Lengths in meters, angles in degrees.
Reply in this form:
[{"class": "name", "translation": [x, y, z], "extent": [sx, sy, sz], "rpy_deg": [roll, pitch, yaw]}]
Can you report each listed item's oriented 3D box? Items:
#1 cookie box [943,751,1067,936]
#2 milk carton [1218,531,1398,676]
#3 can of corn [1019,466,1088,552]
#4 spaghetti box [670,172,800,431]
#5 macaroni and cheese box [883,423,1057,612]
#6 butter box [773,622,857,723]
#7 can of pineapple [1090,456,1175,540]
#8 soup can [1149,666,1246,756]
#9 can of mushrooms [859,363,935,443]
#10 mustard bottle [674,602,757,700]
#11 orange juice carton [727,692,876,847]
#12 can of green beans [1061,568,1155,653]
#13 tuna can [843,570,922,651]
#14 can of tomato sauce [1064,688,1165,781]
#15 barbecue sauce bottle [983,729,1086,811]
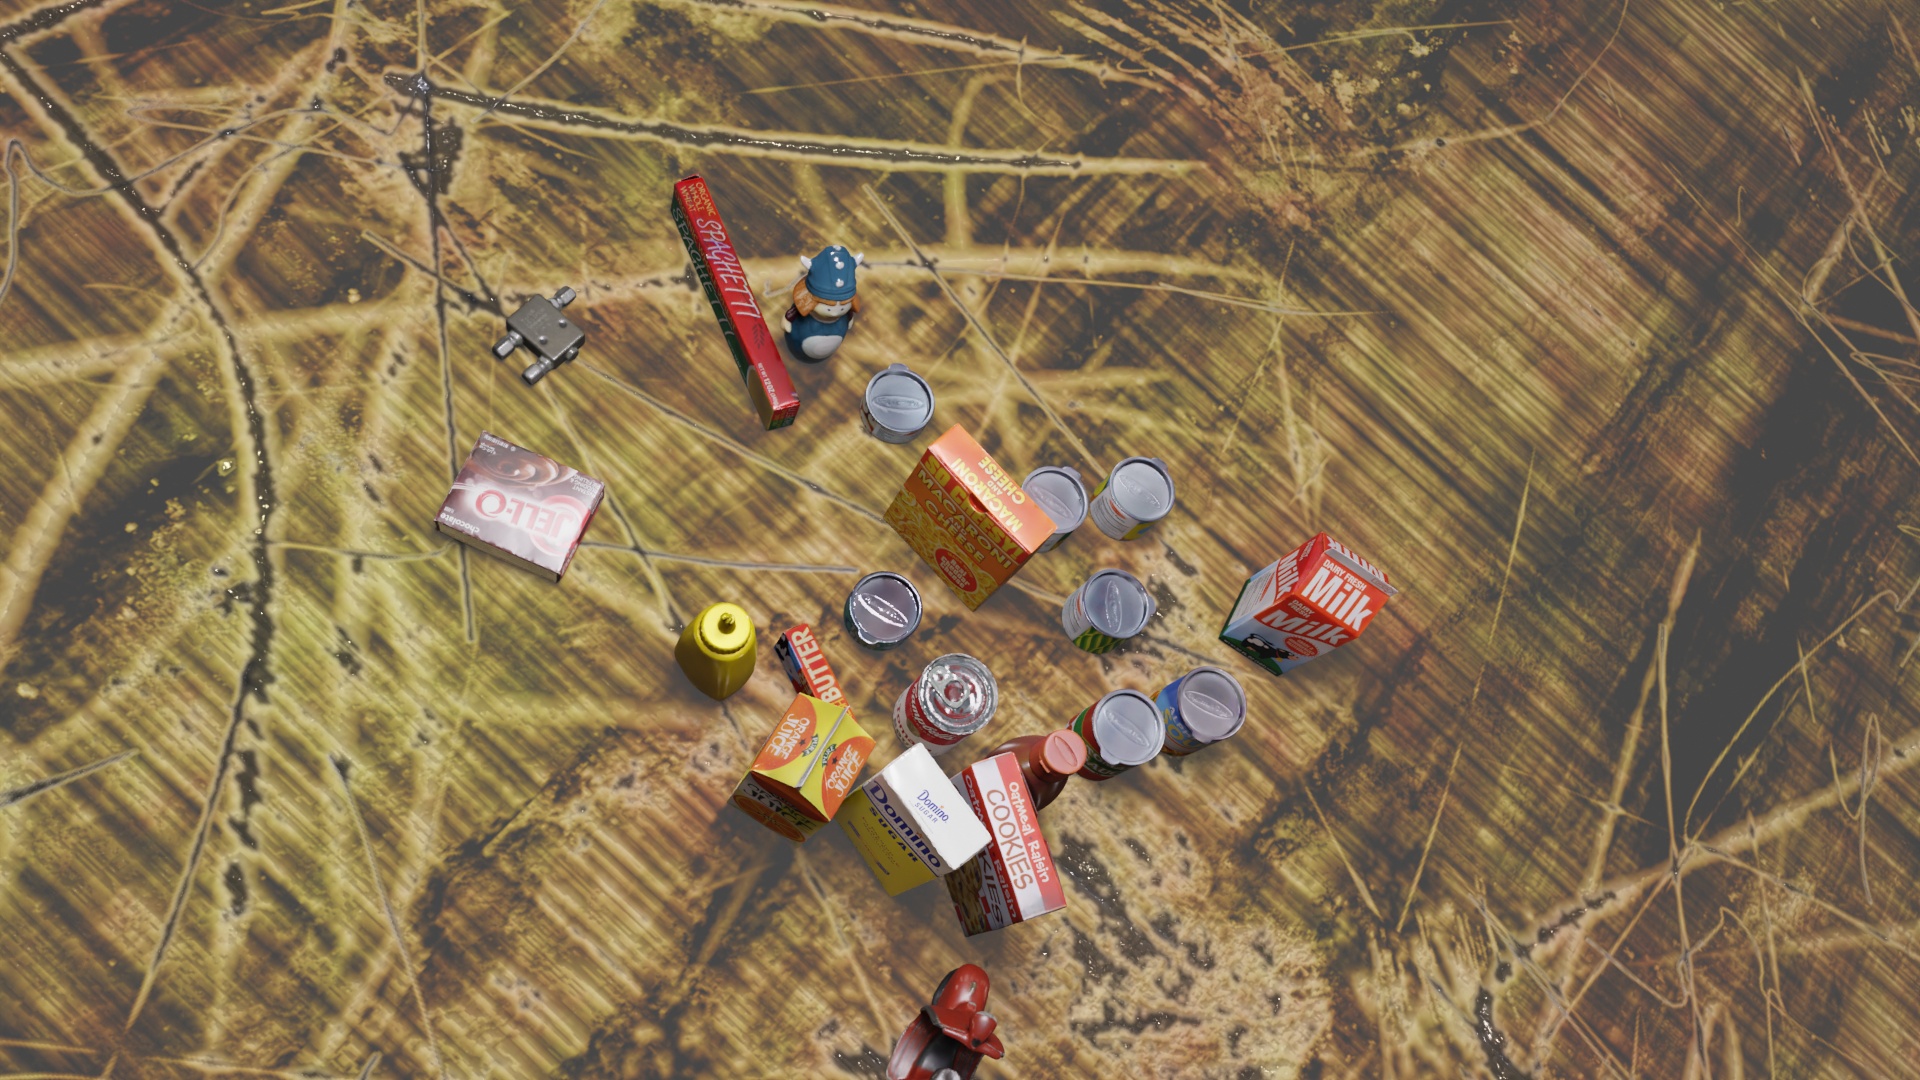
[{"class": "cookie box", "translation": [0.023, 0.247, 1.115], "extent": [0.040, 0.166, 0.123], "rpy_deg": [-14, 75, -21]}, {"class": "milk carton", "translation": [0.317, 0.055, 1.262], "extent": [0.072, 0.189, 0.074], "rpy_deg": [33, 65, -3]}, {"class": "can of corn", "translation": [0.080, -0.030, 1.296], "extent": [0.071, 0.058, 0.071], "rpy_deg": [6, 69, -15]}, {"class": "spaghetti box", "translation": [-0.210, -0.221, 1.286], "extent": [0.029, 0.050, 0.250], "rpy_deg": [-20, 77, -22]}, {"class": "macaroni and cheese box", "translation": [0.004, -0.015, 1.208], "extent": [0.124, 0.165, 0.040], "rpy_deg": [46, 65, 4]}, {"class": "butter box", "translation": [-0.123, 0.124, 1.180], "extent": [0.024, 0.053, 0.103], "rpy_deg": [-23, 78, -23]}, {"class": "can of pineapple", "translation": [0.165, -0.040, 1.325], "extent": [0.071, 0.057, 0.071], "rpy_deg": [6, 69, -15]}, {"class": "soup can", "translation": [0.208, 0.157, 1.250], "extent": [0.071, 0.083, 0.071], "rpy_deg": [6, 69, -15]}, {"class": "can of mushrooms", "translation": [-0.060, -0.128, 1.305], "extent": [0.071, 0.033, 0.071], "rpy_deg": [6, 69, -15]}, {"class": "mustard bottle", "translation": [-0.192, 0.083, 1.116], "extent": [0.065, 0.159, 0.049], "rpy_deg": [45, 65, 3]}, {"class": "orange juice carton", "translation": [-0.123, 0.178, 1.083], "extent": [0.073, 0.192, 0.072], "rpy_deg": [33, 65, -3]}, {"class": "can of green beans", "translation": [0.133, 0.066, 1.276], "extent": [0.071, 0.057, 0.071], "rpy_deg": [6, 69, -15]}, {"class": "tuna can", "translation": [-0.070, 0.065, 1.229], "extent": [0.071, 0.032, 0.071], "rpy_deg": [6, 69, -15]}, {"class": "can of tomato sauce", "translation": [0.132, 0.174, 1.221], "extent": [0.071, 0.082, 0.071], "rpy_deg": [6, 69, -15]}, {"class": "barbecue sauce bottle", "translation": [0.063, 0.190, 1.158], "extent": [0.044, 0.148, 0.065], "rpy_deg": [-32, 82, -24]}]
